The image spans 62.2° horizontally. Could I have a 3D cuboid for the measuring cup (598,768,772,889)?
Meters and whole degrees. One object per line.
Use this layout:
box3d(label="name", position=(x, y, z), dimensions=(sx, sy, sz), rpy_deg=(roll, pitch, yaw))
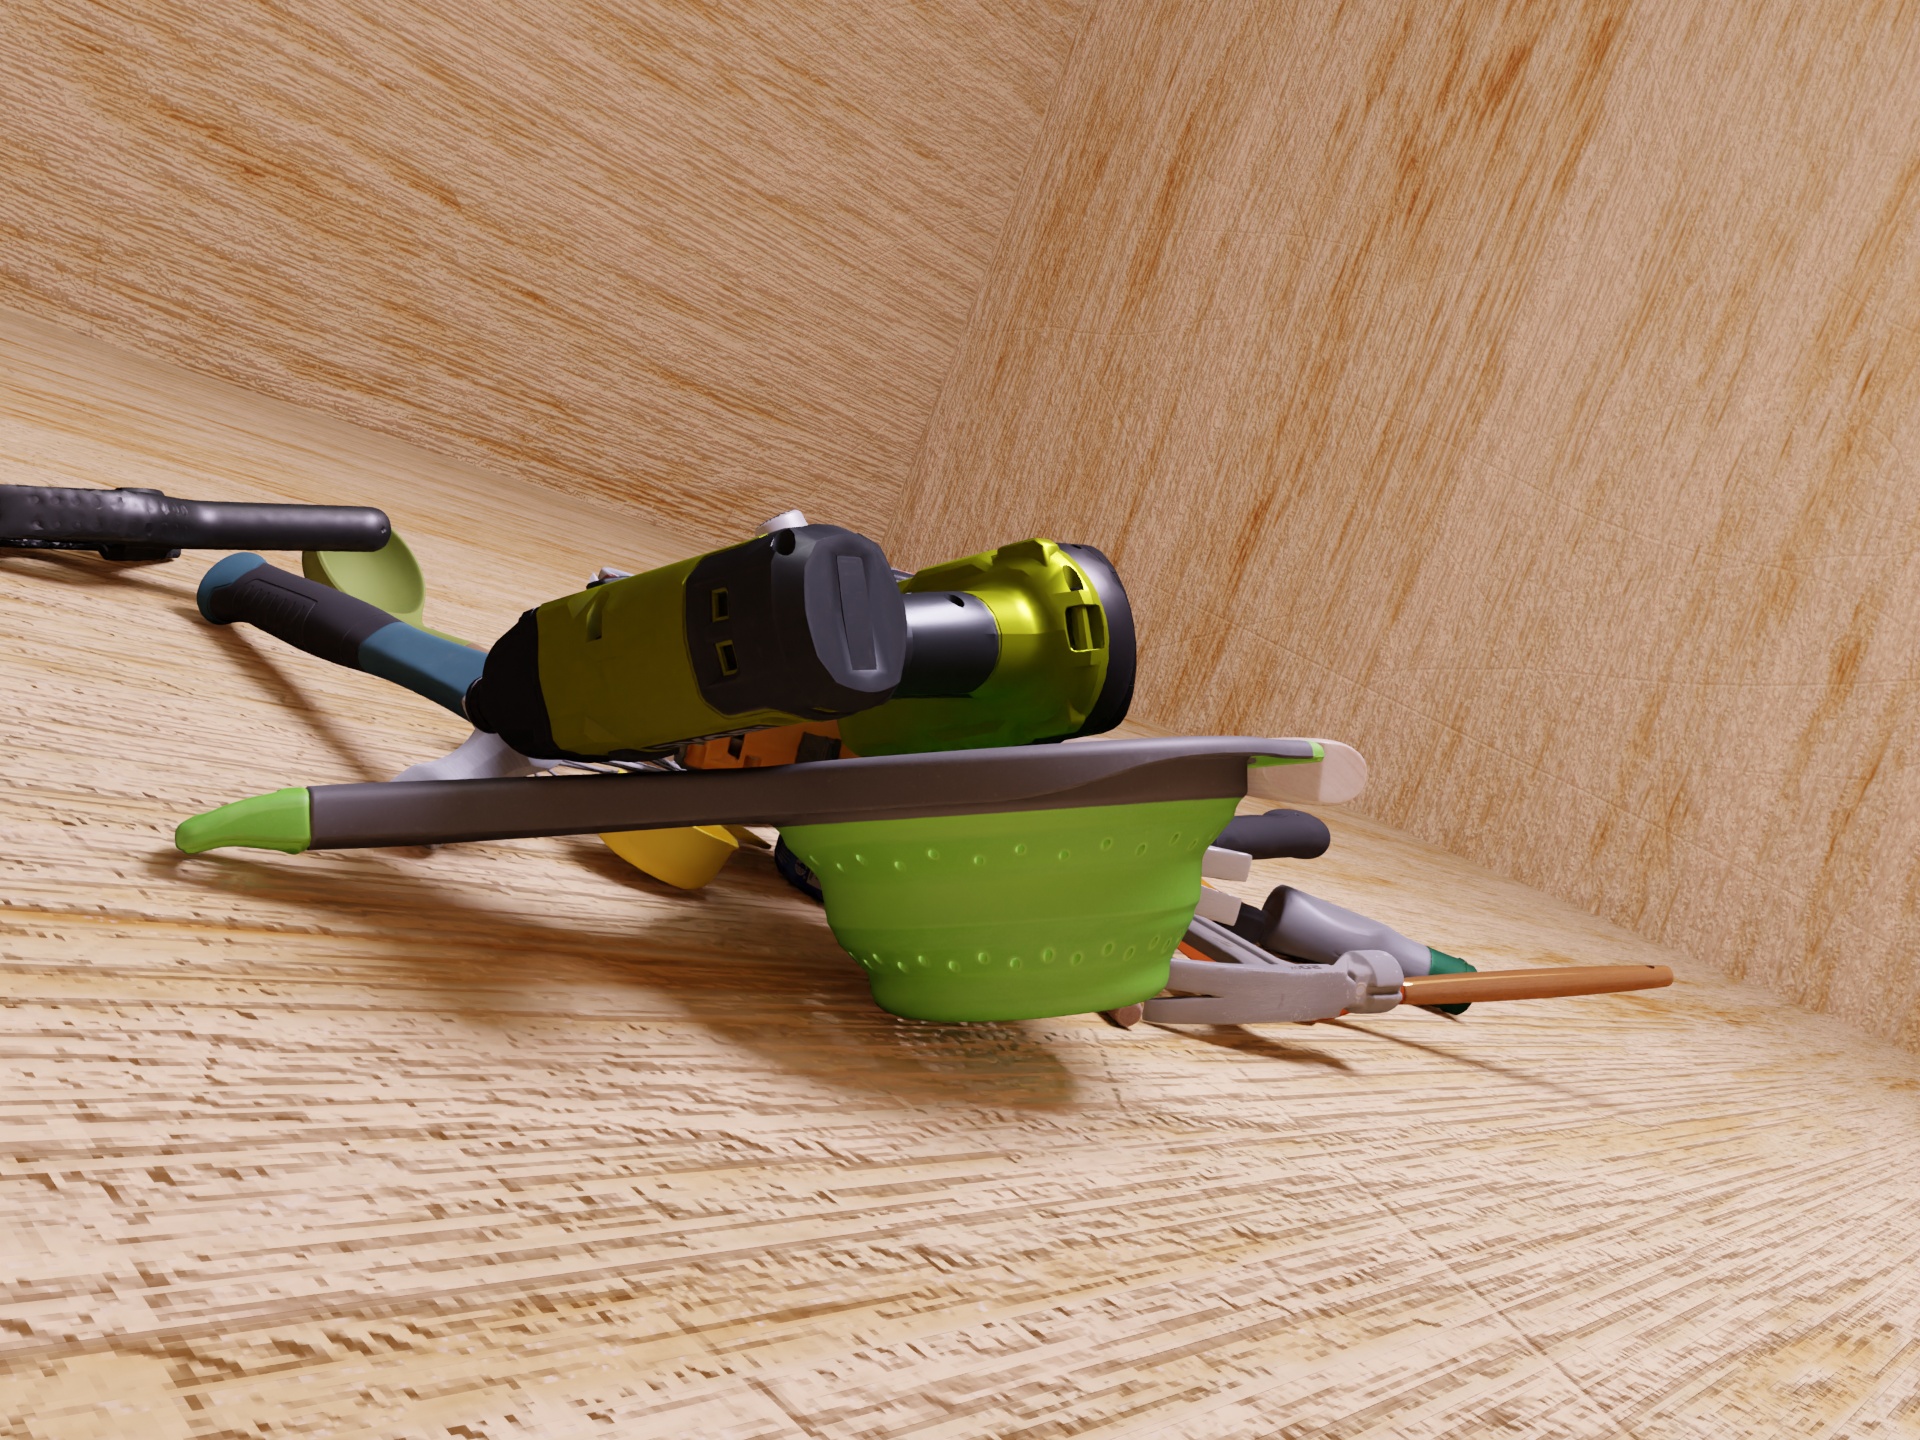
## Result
box3d(label="measuring cup", position=(-0.115, 0.055, 0.700), dimensions=(0.062, 0.029, 0.156), rpy_deg=(31, -4, 13))

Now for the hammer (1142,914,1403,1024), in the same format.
box3d(label="hammer", position=(0.079, 0.093, 0.909), dimensions=(0.149, 0.036, 0.359), rpy_deg=(4, 10, -27))

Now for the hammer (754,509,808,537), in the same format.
box3d(label="hammer", position=(-0.143, -0.040, 0.918), dimensions=(0.149, 0.036, 0.409), rpy_deg=(65, 18, -3))

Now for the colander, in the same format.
box3d(label="colander", position=(-0.053, 0.062, 0.557), dimensions=(0.397, 0.094, 0.204), rpy_deg=(-2, -4, -27))

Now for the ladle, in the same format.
box3d(label="ladle", position=(-0.253, -0.038, 0.889), dimensions=(0.320, 0.062, 0.078), rpy_deg=(27, 10, 25))

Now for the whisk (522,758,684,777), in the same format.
box3d(label="whisk", position=(-0.136, 0.028, 0.752), dimensions=(0.058, 0.059, 0.246), rpy_deg=(-6, -10, 21))

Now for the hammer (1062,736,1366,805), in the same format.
box3d(label="hammer", position=(0.108, 0.024, 0.940), dimensions=(0.146, 0.038, 0.411), rpy_deg=(7, -2, -23))

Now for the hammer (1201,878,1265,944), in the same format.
box3d(label="hammer", position=(0.119, 0.092, 1.142), dimensions=(0.127, 0.034, 0.337), rpy_deg=(20, 6, -20))

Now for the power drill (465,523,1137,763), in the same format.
box3d(label="power drill", position=(-0.051, -0.022, 0.576), dimensions=(0.171, 0.080, 0.223), rpy_deg=(-11, -4, 35))

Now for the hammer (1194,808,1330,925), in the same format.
box3d(label="hammer", position=(0.144, 0.069, 0.901), dimensions=(0.146, 0.035, 0.334), rpy_deg=(17, 6, 31))

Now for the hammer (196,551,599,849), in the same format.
box3d(label="hammer", position=(-0.260, -0.034, 0.700), dimensions=(0.331, 0.128, 0.033), rpy_deg=(17, -41, 44))

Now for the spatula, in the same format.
box3d(label="spatula", position=(0.274, 0.146, 0.915), dimensions=(0.322, 0.041, 0.081), rpy_deg=(0, 12, -17))

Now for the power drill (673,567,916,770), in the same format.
box3d(label="power drill", position=(-0.041, -0.015, 0.797), dimensions=(0.185, 0.084, 0.226), rpy_deg=(13, 18, -8))

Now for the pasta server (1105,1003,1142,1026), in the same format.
box3d(label="pasta server", position=(0.033, 0.087, 0.850), dimensions=(0.040, 0.060, 0.316), rpy_deg=(-16, 19, -14))
